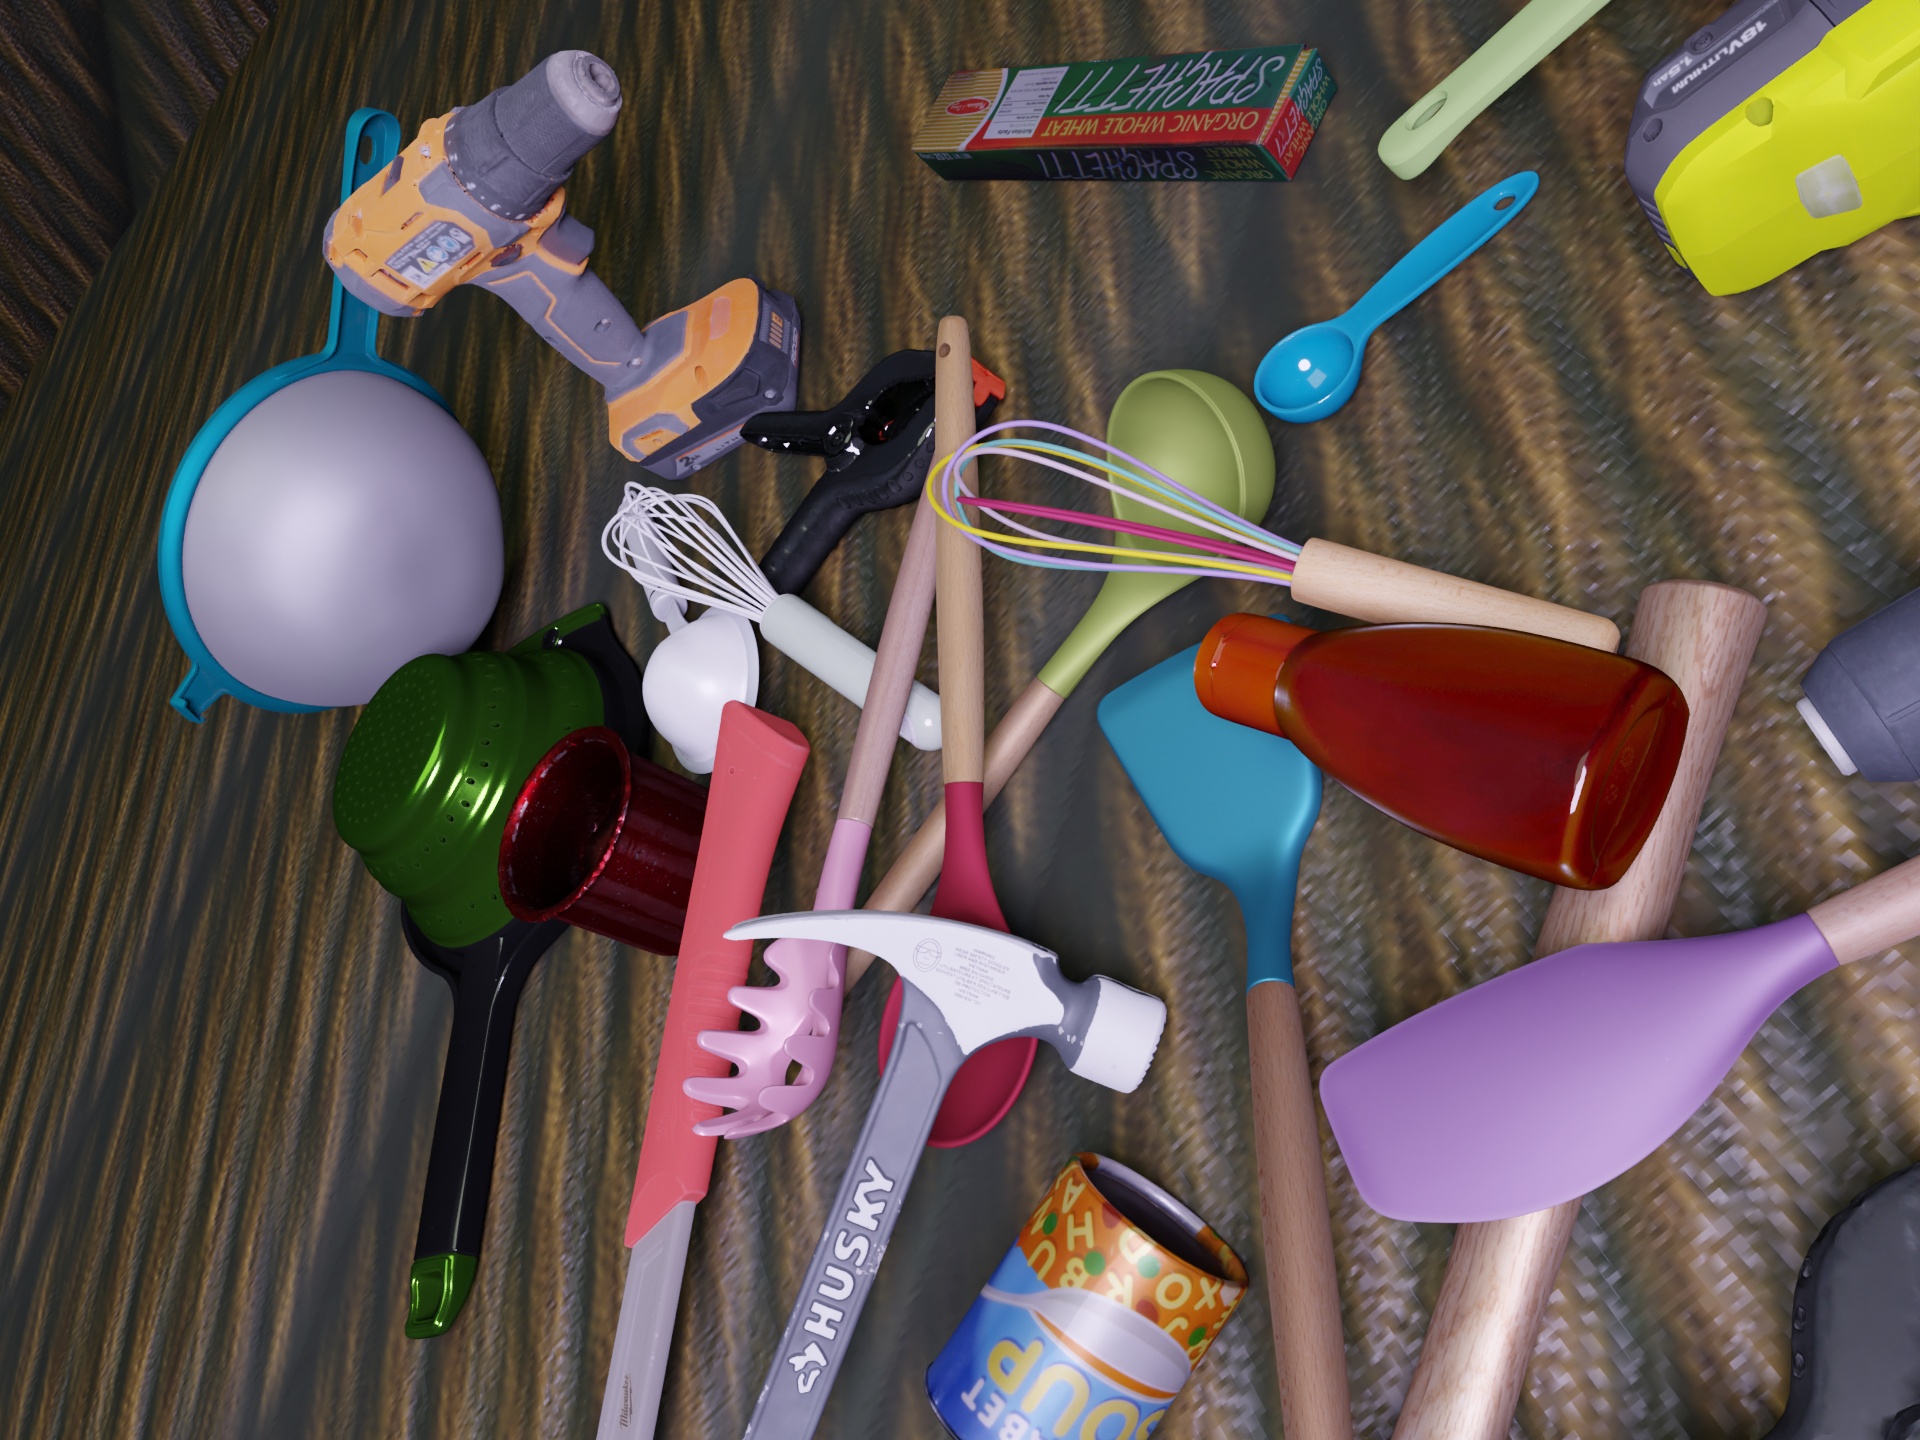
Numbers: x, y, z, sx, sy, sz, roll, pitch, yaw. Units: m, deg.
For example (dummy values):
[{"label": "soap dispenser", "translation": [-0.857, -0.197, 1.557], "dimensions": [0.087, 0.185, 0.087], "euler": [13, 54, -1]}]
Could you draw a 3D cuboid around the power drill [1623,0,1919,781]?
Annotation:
[{"label": "power drill", "translation": [0.275, -0.107, 0.416], "dimensions": [0.190, 0.080, 0.229], "euler": [-35, 50, 25]}]

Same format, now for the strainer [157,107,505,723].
[{"label": "strainer", "translation": [-0.312, -0.151, 0.871], "dimensions": [0.095, 0.211, 0.340], "euler": [22, 110, 27]}]

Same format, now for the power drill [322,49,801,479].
[{"label": "power drill", "translation": [-0.181, -0.231, 0.819], "dimensions": [0.185, 0.226, 0.084], "euler": [-23, 53, 34]}]

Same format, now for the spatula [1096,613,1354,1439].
[{"label": "spatula", "translation": [0.089, 0.099, 0.478], "dimensions": [0.082, 0.044, 0.318], "euler": [-26, 38, 26]}]

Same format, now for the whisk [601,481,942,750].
[{"label": "whisk", "translation": [-0.087, -0.051, 0.738], "dimensions": [0.059, 0.057, 0.247], "euler": [-35, 50, -26]}]

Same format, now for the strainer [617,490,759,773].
[{"label": "strainer", "translation": [-0.155, -0.057, 0.838], "dimensions": [0.087, 0.050, 0.259], "euler": [-59, 36, 23]}]

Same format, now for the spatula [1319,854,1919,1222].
[{"label": "spatula", "translation": [0.234, 0.043, 0.382], "dimensions": [0.316, 0.018, 0.060], "euler": [-31, 54, 17]}]

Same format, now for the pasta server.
[{"label": "pasta server", "translation": [-0.042, 0.014, 0.643], "dimensions": [0.060, 0.040, 0.316], "euler": [-10, 60, 49]}]

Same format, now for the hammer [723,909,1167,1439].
[{"label": "hammer", "translation": [-0.073, 0.257, 0.536], "dimensions": [0.036, 0.149, 0.409], "euler": [51, -119, -88]}]

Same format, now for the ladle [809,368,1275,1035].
[{"label": "ladle", "translation": [0.013, 0.005, 0.625], "dimensions": [0.320, 0.062, 0.078], "euler": [-54, 51, 11]}]

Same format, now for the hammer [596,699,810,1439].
[{"label": "hammer", "translation": [-0.121, 0.167, 0.658], "dimensions": [0.149, 0.036, 0.359], "euler": [-7, 68, 42]}]

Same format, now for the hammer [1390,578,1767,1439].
[{"label": "hammer", "translation": [0.160, 0.115, 0.434], "dimensions": [0.130, 0.031, 0.331], "euler": [11, 75, 47]}]

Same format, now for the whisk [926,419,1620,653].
[{"label": "whisk", "translation": [0.094, -0.054, 0.537], "dimensions": [0.245, 0.047, 0.051], "euler": [20, 114, 26]}]

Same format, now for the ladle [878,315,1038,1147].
[{"label": "ladle", "translation": [-0.001, -0.002, 0.602], "dimensions": [0.069, 0.031, 0.315], "euler": [-6, 80, 32]}]

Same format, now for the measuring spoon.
[{"label": "measuring spoon", "translation": [0.167, -0.156, 0.598], "dimensions": [0.128, 0.021, 0.042], "euler": [-40, 43, 8]}]

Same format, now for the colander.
[{"label": "colander", "translation": [-0.269, 0.101, 0.815], "dimensions": [0.204, 0.094, 0.397], "euler": [-23, 53, 34]}]

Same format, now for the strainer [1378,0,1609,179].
[{"label": "strainer", "translation": [0.259, -0.260, 0.526], "dimensions": [0.256, 0.069, 0.152], "euler": [-38, 39, 30]}]
